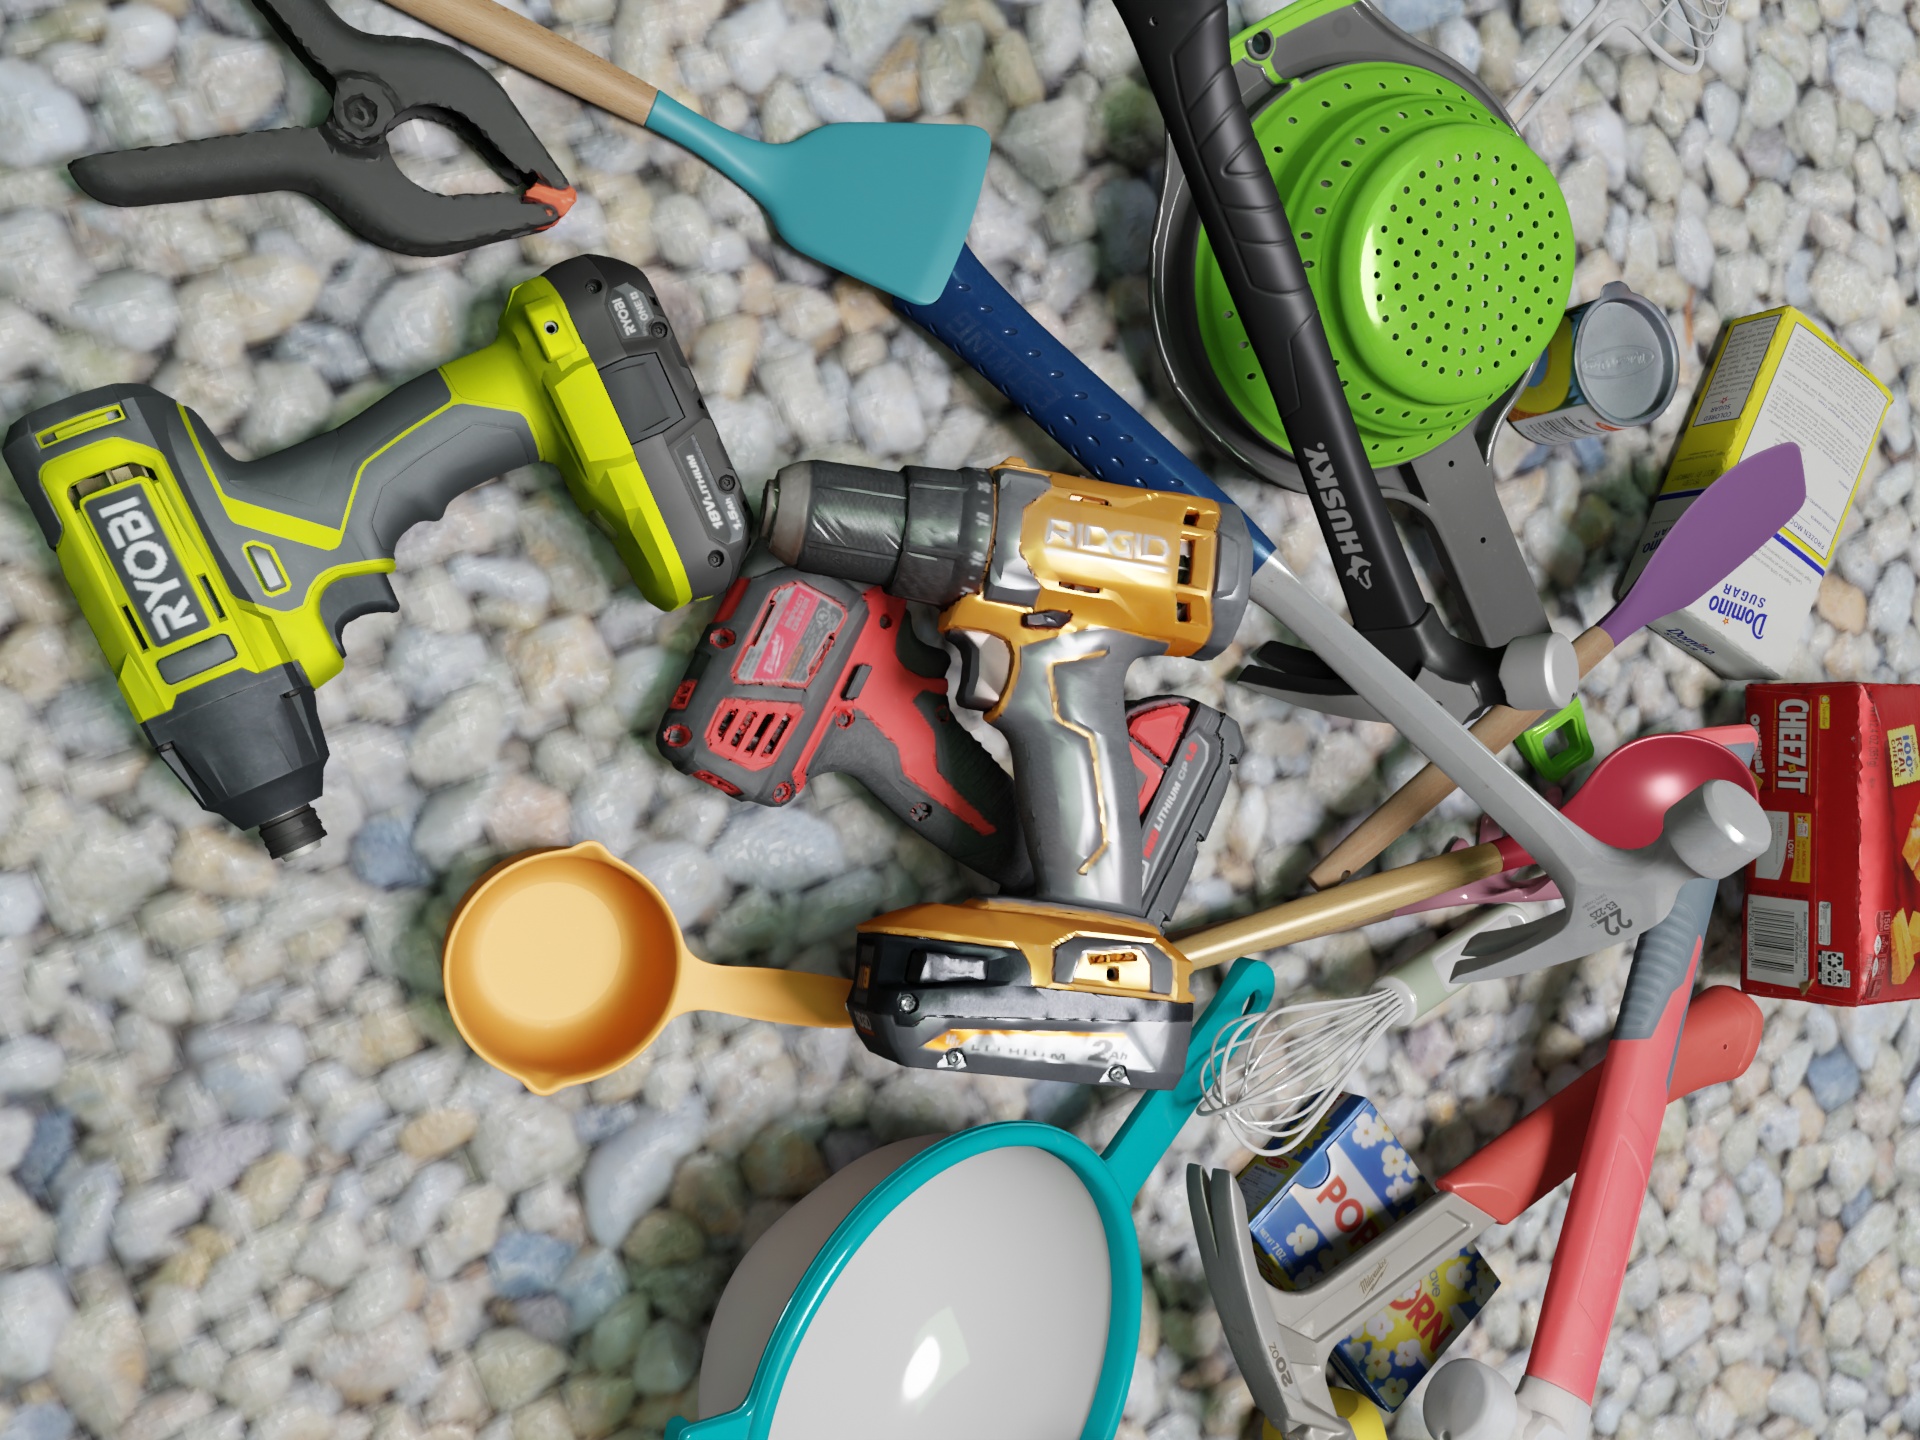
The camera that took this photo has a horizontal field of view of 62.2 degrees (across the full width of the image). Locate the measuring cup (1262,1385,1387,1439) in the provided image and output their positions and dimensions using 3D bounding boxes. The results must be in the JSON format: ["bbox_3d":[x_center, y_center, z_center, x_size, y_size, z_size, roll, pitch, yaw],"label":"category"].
[{"bbox_3d":[0.148,0.334,0.689,0.156,0.062,0.029,-10,88,-66],"label":"measuring cup"}]

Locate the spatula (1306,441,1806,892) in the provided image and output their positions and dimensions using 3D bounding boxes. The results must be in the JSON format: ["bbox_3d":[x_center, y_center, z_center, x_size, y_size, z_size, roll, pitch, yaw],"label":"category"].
[{"bbox_3d":[0.284,-0.025,0.750,0.316,0.018,0.059,-40,128,-5],"label":"spatula"}]

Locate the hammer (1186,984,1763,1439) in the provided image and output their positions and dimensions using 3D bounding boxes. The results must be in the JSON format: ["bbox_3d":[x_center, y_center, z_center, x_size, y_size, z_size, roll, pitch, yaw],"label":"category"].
[{"bbox_3d":[0.261,0.202,0.751,0.359,0.037,0.149,-22,94,-30],"label":"hammer"}]

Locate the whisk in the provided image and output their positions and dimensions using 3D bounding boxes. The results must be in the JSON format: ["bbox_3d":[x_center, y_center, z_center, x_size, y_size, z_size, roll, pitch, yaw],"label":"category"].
[{"bbox_3d":[0.193,0.130,0.722,0.246,0.059,0.058,-19,81,-40],"label":"whisk"}]

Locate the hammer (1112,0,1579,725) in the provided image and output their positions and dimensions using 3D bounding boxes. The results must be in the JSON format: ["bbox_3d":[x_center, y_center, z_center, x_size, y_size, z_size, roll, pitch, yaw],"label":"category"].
[{"bbox_3d":[0.133,-0.141,0.647,0.035,0.146,0.334,-45,119,-37],"label":"hammer"}]

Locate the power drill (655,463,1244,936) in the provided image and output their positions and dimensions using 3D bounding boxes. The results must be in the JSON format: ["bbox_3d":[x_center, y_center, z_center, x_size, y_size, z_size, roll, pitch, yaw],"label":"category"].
[{"bbox_3d":[-0.001,-0.002,0.663,0.219,0.078,0.143,28,79,-16],"label":"power drill"}]

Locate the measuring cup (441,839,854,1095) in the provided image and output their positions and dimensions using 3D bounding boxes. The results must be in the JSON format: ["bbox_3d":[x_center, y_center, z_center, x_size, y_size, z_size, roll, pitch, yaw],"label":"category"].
[{"bbox_3d":[-0.117,0.100,0.627,0.173,0.052,0.095,12,85,-23],"label":"measuring cup"}]

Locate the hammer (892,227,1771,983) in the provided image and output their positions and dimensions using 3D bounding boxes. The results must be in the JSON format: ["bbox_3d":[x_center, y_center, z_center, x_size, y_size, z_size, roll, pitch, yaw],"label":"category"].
[{"bbox_3d":[0.128,-0.051,0.666,0.405,0.144,0.035,43,42,4],"label":"hammer"}]

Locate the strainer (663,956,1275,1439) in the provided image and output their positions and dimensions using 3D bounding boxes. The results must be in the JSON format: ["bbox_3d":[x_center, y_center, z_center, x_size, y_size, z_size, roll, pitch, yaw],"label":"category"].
[{"bbox_3d":[0.010,0.211,0.658,0.340,0.095,0.210,-45,126,-32],"label":"strainer"}]

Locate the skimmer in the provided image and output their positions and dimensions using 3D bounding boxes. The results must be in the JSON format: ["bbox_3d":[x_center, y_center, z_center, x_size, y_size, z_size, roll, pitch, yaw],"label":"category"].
[{"bbox_3d":[0.251,-0.282,0.788,0.127,0.090,0.363,42,85,-14],"label":"skimmer"}]

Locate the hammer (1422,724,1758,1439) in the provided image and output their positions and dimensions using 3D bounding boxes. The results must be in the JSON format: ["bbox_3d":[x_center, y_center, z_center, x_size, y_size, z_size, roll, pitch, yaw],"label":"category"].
[{"bbox_3d":[0.329,0.174,0.749,0.143,0.038,0.386,35,65,-20],"label":"hammer"}]

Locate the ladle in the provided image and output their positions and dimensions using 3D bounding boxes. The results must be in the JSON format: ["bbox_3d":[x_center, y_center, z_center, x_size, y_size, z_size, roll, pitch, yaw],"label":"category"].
[{"bbox_3d":[0.223,0.071,0.729,0.315,0.031,0.069,-15,76,-12],"label":"ladle"}]

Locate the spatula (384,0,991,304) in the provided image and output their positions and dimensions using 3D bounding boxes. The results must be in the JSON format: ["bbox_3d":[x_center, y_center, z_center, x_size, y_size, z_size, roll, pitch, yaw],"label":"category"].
[{"bbox_3d":[-0.143,-0.258,0.623,0.317,0.044,0.082,21,81,-19],"label":"spatula"}]

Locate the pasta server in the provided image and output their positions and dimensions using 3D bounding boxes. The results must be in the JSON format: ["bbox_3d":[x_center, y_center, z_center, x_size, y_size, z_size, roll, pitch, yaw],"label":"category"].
[{"bbox_3d":[0.179,0.086,0.752,0.316,0.060,0.040,-9,123,-19],"label":"pasta server"}]

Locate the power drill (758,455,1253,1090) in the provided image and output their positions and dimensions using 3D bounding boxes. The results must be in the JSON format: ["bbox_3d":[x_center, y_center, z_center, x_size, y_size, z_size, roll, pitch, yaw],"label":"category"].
[{"bbox_3d":[0.008,0.013,0.589,0.185,0.084,0.226,8,81,-13],"label":"power drill"}]

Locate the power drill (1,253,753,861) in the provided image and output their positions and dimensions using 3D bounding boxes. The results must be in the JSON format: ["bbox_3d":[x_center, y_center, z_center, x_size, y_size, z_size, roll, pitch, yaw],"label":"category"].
[{"bbox_3d":[-0.199,-0.064,0.584,0.223,0.080,0.171,-26,98,-16],"label":"power drill"}]

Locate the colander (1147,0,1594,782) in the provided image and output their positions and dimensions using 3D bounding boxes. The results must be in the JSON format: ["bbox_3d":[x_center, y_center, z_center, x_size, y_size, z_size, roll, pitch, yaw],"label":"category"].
[{"bbox_3d":[0.230,-0.128,0.714,0.204,0.095,0.396,-33,111,-8],"label":"colander"}]
